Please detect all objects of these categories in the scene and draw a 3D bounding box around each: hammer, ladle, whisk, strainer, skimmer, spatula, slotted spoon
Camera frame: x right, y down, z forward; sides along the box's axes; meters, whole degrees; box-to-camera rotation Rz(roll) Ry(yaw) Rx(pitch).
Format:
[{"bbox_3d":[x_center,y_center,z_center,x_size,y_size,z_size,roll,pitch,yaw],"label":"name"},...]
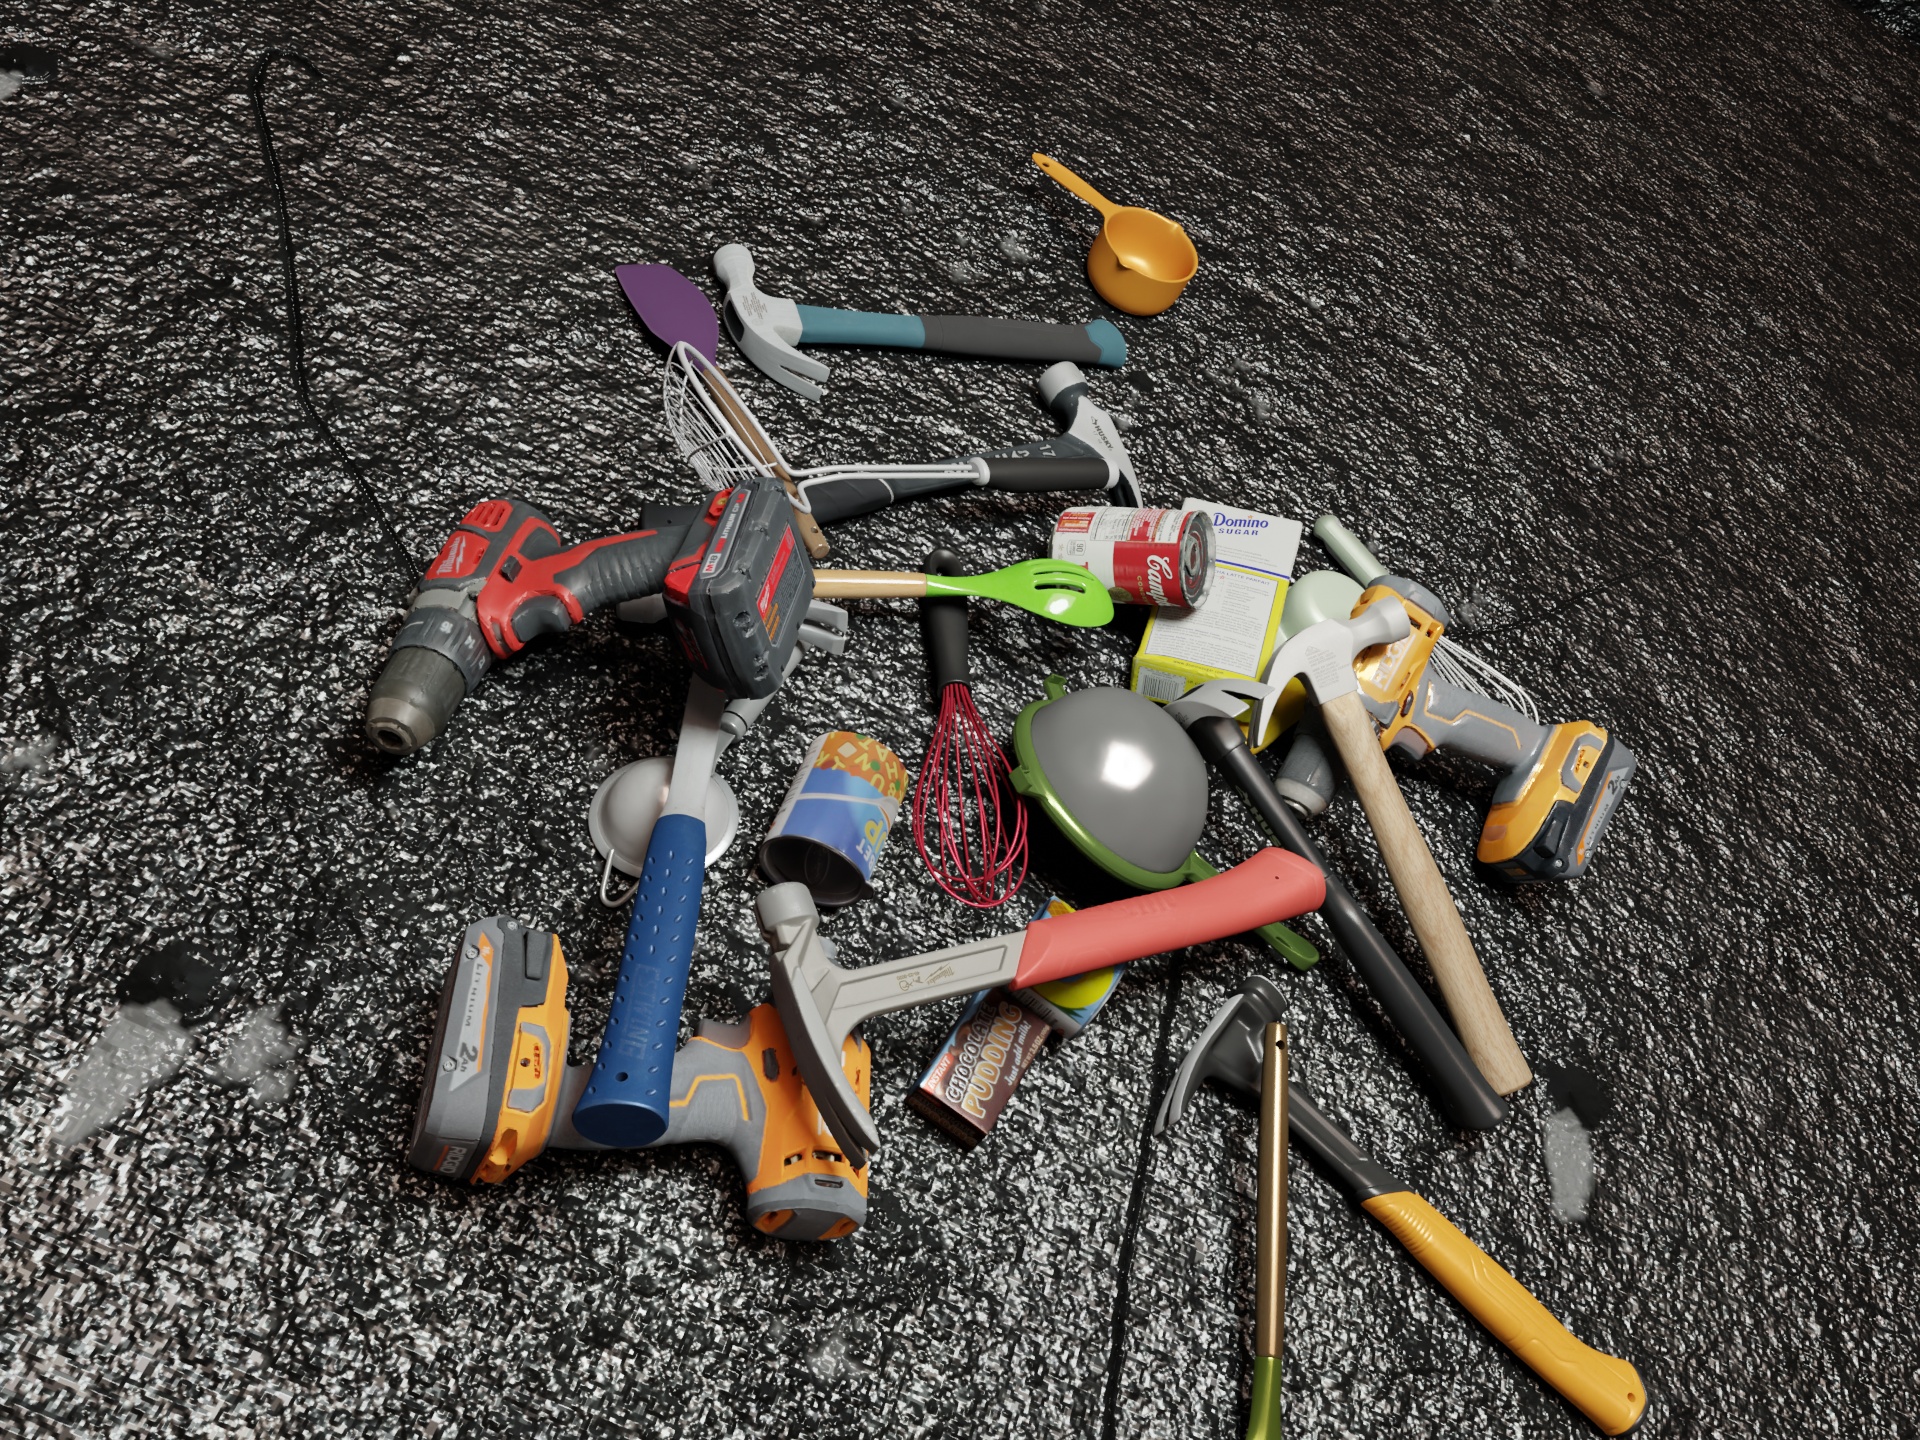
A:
[{"bbox_3d":[0.243,0.116,1.024,0.035,0.146,0.335,-32,83,-15],"label":"hammer"},{"bbox_3d":[0.174,0.317,0.863,0.078,0.062,0.320,14,61,-13],"label":"ladle"},{"bbox_3d":[0.357,-0.068,1.242,0.246,0.059,0.057,54,17,20],"label":"whisk"},{"bbox_3d":[-0.145,0.007,0.966,0.087,0.050,0.259,23,47,10],"label":"strainer"},{"bbox_3d":[-0.042,-0.163,1.128,0.409,0.036,0.149,-18,68,-32],"label":"hammer"},{"bbox_3d":[0.270,0.307,0.954,0.337,0.034,0.127,42,51,6],"label":"hammer"},{"bbox_3d":[-0.002,-0.003,1.028,0.073,0.073,0.296,9,48,-19],"label":"whisk"},{"bbox_3d":[-0.027,-0.187,1.052,0.363,0.090,0.127,-5,49,-34],"label":"skimmer"},{"bbox_3d":[-0.143,0.049,0.859,0.144,0.035,0.406,6,40,-5],"label":"hammer"},{"bbox_3d":[0.149,0.063,1.017,0.256,0.069,0.151,40,28,-8],"label":"strainer"},{"bbox_3d":[0.293,0.091,1.055,0.130,0.031,0.331,-22,85,-4],"label":"hammer"},{"bbox_3d":[-0.020,-0.301,1.230,0.331,0.033,0.128,-3,59,-26],"label":"hammer"},{"bbox_3d":[-0.160,-0.223,1.098,0.059,0.018,0.316,-11,54,-31],"label":"spatula"},{"bbox_3d":[0.068,0.133,0.889,0.359,0.036,0.149,-8,59,-31],"label":"hammer"},{"bbox_3d":[-0.049,-0.089,1.048,0.313,0.031,0.070,0,38,-11],"label":"slotted spoon"}]

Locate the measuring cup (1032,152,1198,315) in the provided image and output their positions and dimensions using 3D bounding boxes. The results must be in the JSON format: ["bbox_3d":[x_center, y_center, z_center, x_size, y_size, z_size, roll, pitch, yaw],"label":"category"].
[{"bbox_3d":[0.120,-0.414,1.359,0.174,0.052,0.095,41,51,8],"label":"measuring cup"}]

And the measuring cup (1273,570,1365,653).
[{"bbox_3d":[0.247,-0.069,1.192,0.167,0.038,0.083,-16,66,-33],"label":"measuring cup"}]

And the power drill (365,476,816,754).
[{"bbox_3d":[-0.211,-0.057,0.893,0.227,0.080,0.188,-2,43,15],"label":"power drill"}]

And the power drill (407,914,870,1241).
[{"bbox_3d":[-0.154,0.172,0.826,0.226,0.084,0.164,15,51,-19],"label":"power drill"}]

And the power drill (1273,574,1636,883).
[{"bbox_3d":[0.340,0.031,1.122,0.226,0.084,0.185,34,75,-6],"label":"power drill"}]
